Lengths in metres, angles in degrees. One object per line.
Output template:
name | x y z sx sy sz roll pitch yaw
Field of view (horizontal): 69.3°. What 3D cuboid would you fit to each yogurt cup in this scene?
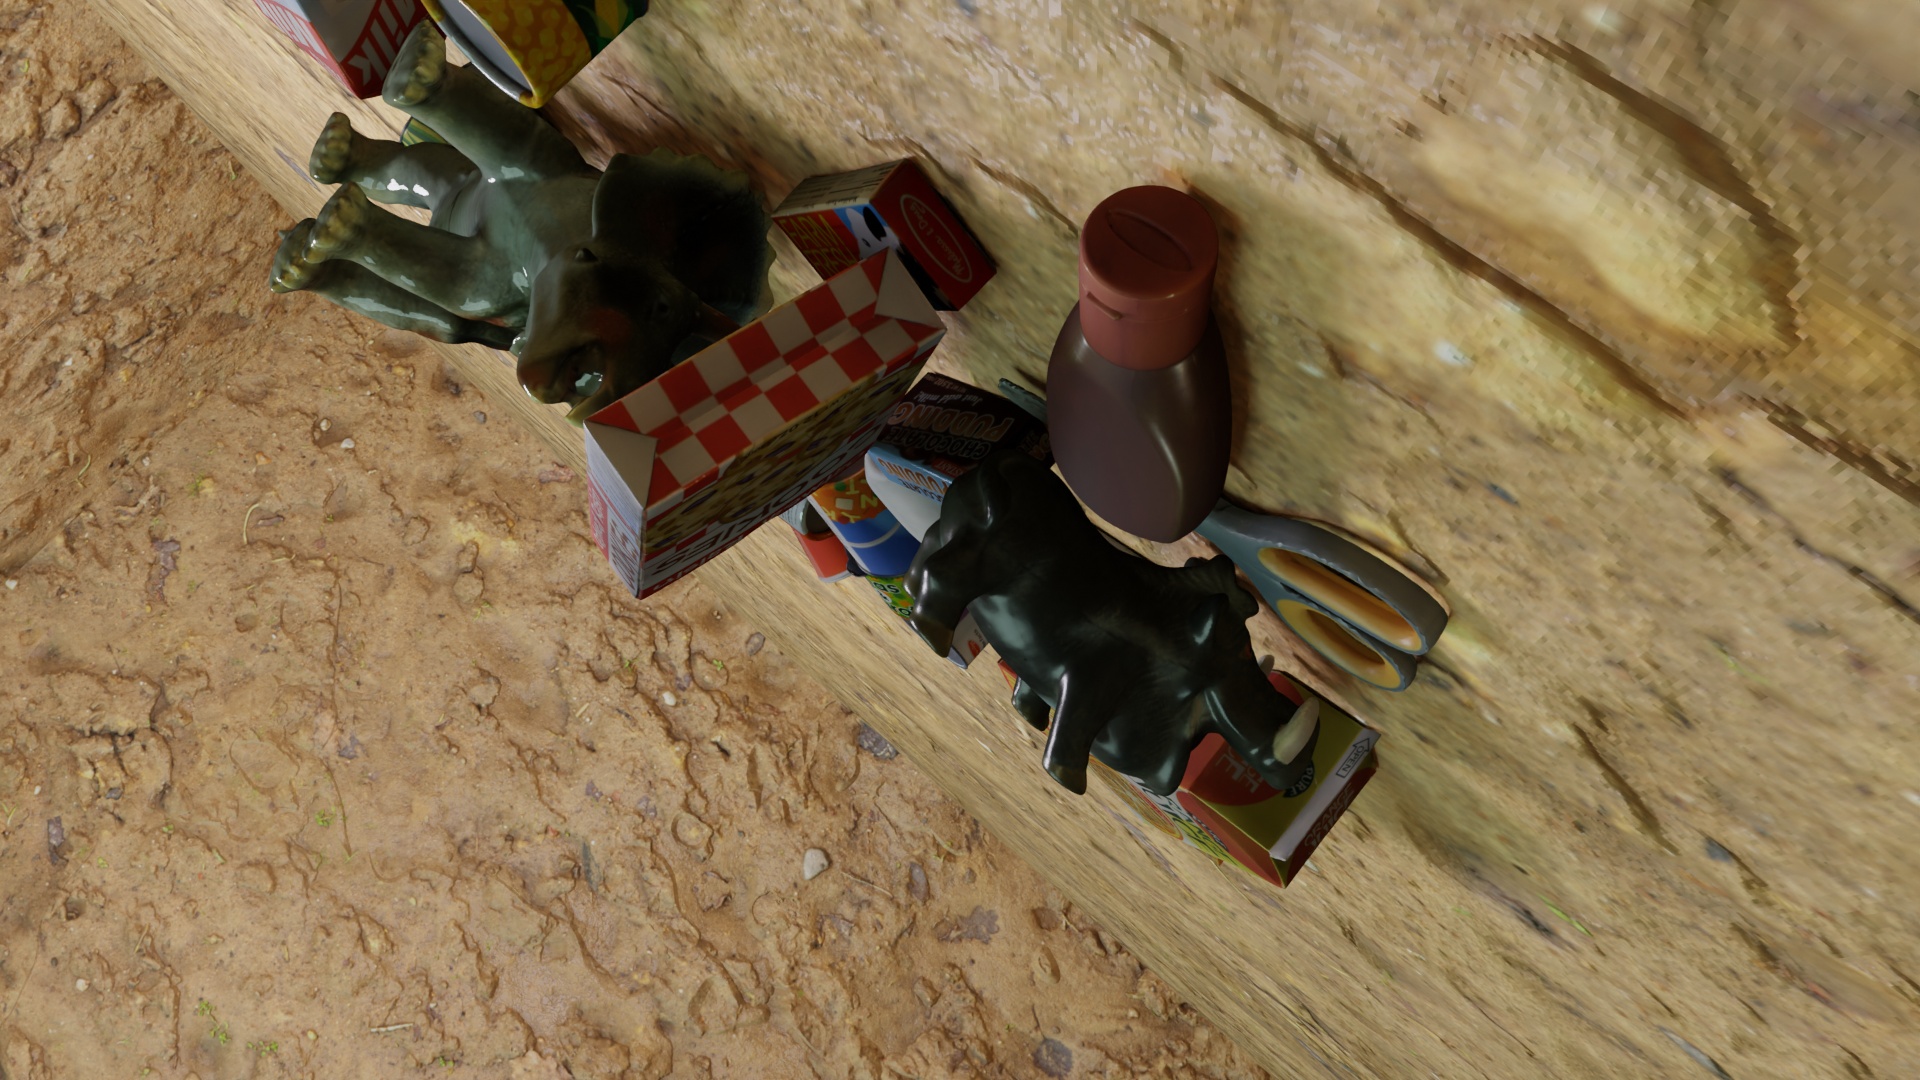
yogurt cup | -0.083 -0.012 0.953 0.054 0.072 0.072 55 164 -19

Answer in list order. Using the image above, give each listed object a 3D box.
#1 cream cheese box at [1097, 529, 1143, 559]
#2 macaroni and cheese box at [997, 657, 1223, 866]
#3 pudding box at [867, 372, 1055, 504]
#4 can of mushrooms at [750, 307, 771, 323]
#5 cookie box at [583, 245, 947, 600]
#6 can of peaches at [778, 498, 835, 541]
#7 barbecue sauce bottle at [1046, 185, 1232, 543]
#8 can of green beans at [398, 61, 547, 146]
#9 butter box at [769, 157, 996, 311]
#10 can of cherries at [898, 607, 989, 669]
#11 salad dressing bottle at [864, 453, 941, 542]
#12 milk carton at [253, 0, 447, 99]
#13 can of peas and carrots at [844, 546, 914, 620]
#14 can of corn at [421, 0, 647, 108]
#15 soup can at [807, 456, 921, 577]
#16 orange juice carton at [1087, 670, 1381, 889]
cream cheese box | 0.065 0.016 0.673 0.104 0.024 0.053 35 164 30
macaroni and cheese box | 0.109 0.133 0.906 0.167 0.040 0.123 35 167 27
pudding box | -0.001 -0.041 0.621 0.084 0.050 0.030 28 159 50
can of mushrooms | -0.135 -0.137 0.750 0.071 0.033 0.071 39 167 11
cookie box | -0.081 -0.037 0.537 0.040 0.123 0.167 55 161 2
can of peaches | -0.095 -0.042 0.883 0.058 0.071 0.071 36 166 25
barbecue sauce bottle | 0.055 -0.051 0.428 0.065 0.044 0.148 40 167 18
can of green beans | -0.268 -0.225 0.780 0.058 0.071 0.071 45 167 -14
butter box | -0.032 -0.114 0.527 0.053 0.024 0.103 49 166 -25
can of cherries | -0.004 0.037 0.885 0.071 0.058 0.071 39 168 10
salad dressing bottle | 0.003 -0.009 0.734 0.064 0.044 0.147 9 153 34
milk carton | -0.310 -0.287 0.680 0.072 0.073 0.190 41 168 3
can of peas and carrots | -0.029 0.009 0.834 0.071 0.071 0.058 32 165 39
can of corn | -0.163 -0.209 0.526 0.071 0.058 0.071 40 168 11
soup can | -0.046 -0.031 0.771 0.071 0.071 0.083 31 163 41
orange juice carton | 0.129 0.108 0.679 0.073 0.072 0.192 45 168 -13
